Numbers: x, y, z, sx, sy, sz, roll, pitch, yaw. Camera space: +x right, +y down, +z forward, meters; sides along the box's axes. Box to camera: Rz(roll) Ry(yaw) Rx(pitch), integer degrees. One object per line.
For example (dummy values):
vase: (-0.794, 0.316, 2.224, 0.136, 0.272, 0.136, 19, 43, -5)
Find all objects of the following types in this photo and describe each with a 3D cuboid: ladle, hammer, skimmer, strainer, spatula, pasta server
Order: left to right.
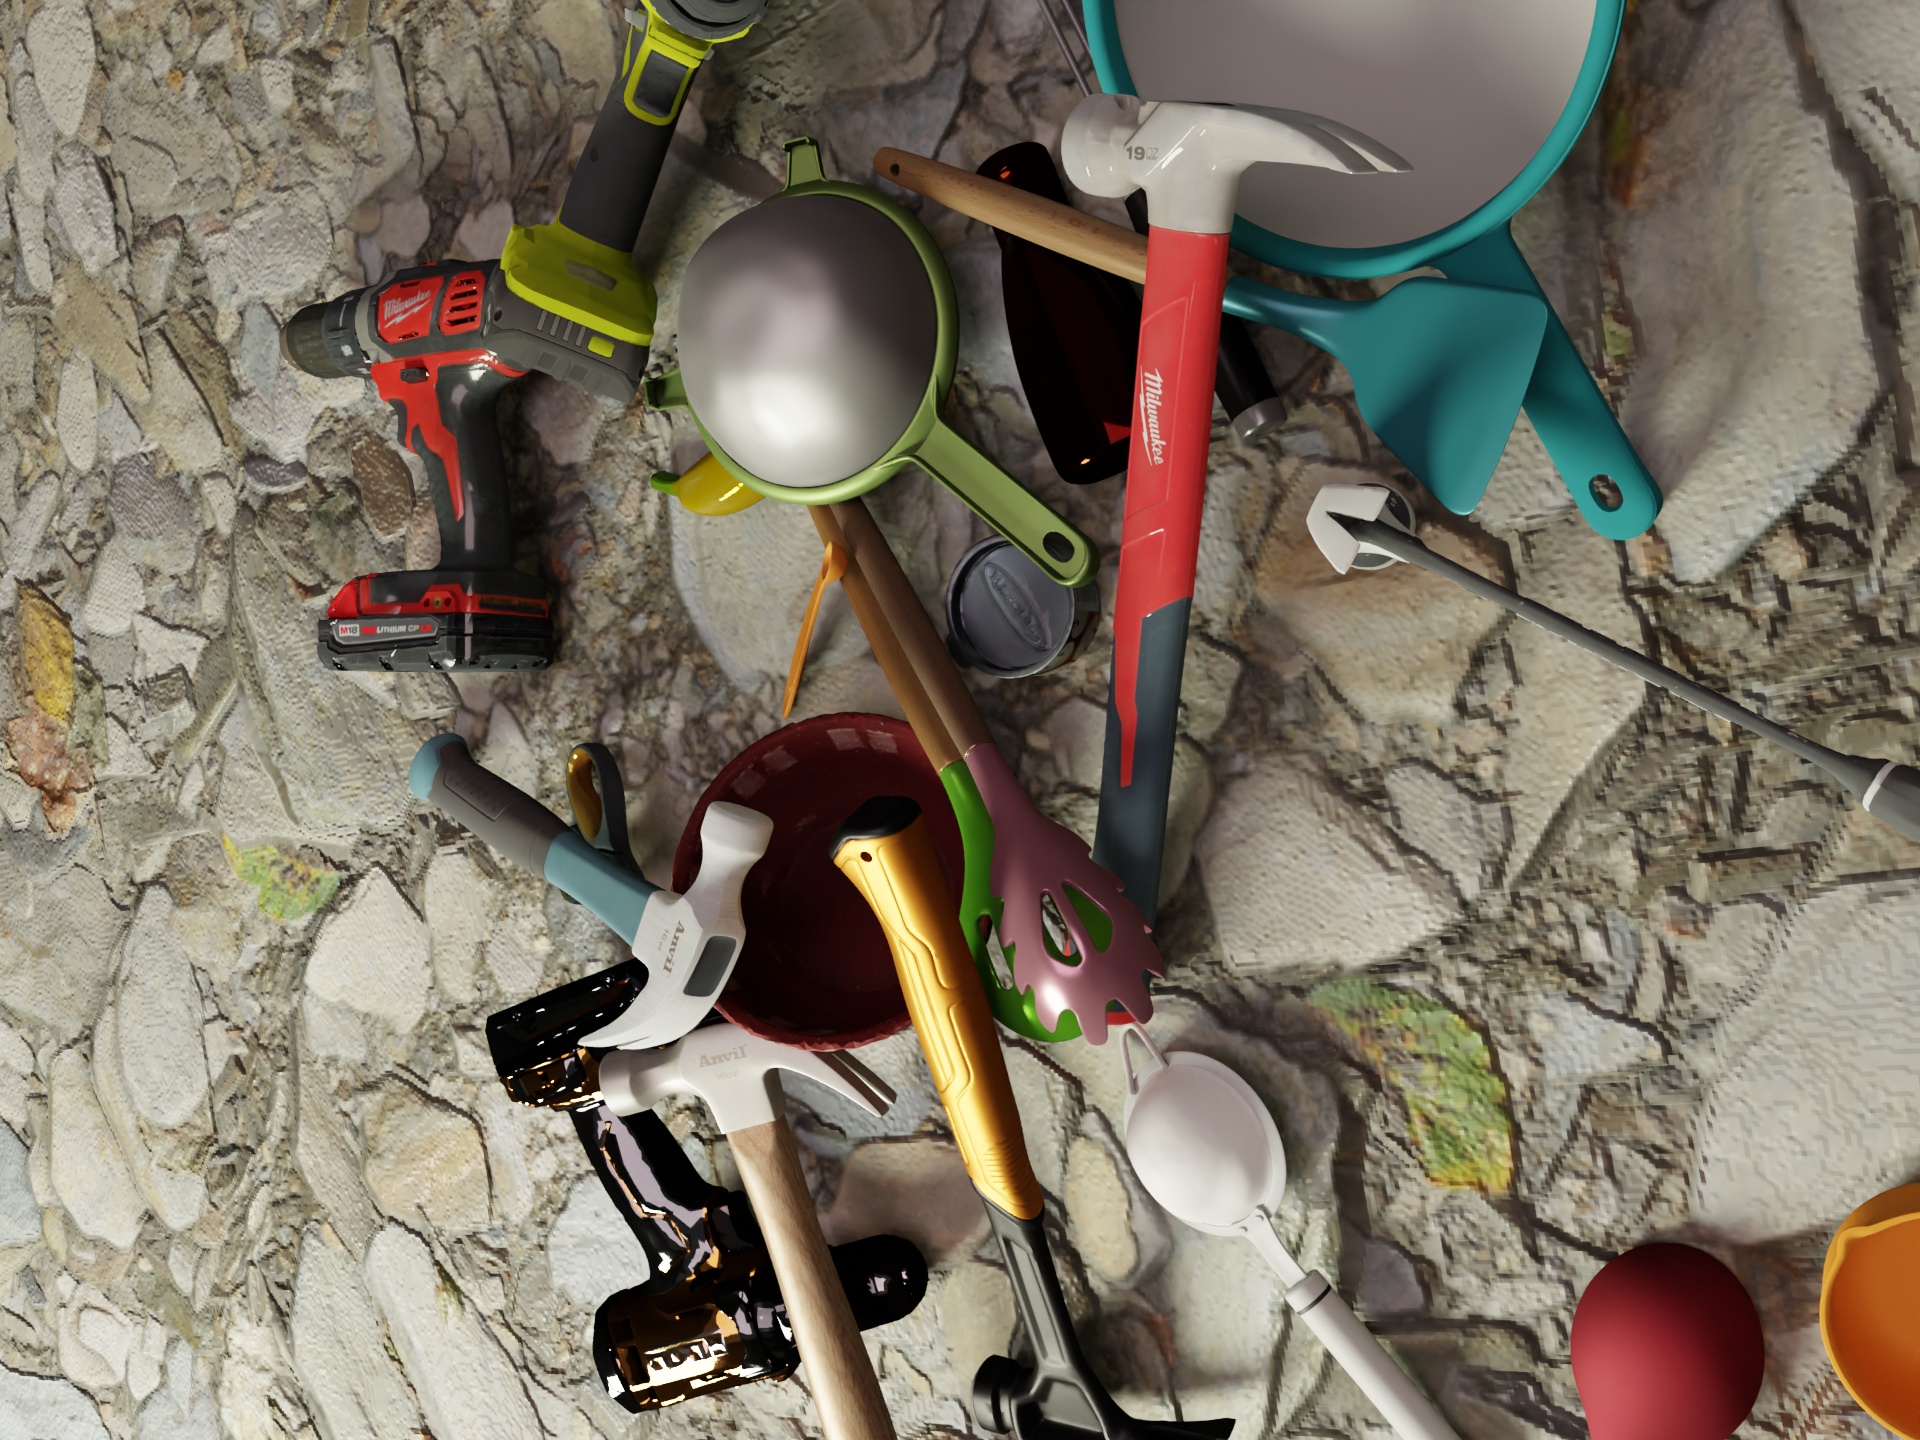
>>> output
hammer: (-0.207, 0.064, 0.806, 0.331, 0.033, 0.128, 21, 93, 49)
hammer: (-0.059, 0.297, 0.756, 0.130, 0.031, 0.331, -18, 93, 13)
strainer: (-0.044, -0.143, 0.708, 0.256, 0.069, 0.151, 42, 109, 20)
pasta server: (-0.001, -0.002, 0.703, 0.060, 0.040, 0.317, -26, 58, -5)
hammer: (0.020, 0.185, 0.683, 0.127, 0.034, 0.336, -4, 114, 35)
skimmer: (0.055, -0.291, 0.674, 0.127, 0.090, 0.363, -24, 83, -2)
spatula: (0.082, -0.182, 0.642, 0.318, 0.044, 0.082, 29, 124, 26)
hammer: (0.087, -0.040, 0.634, 0.143, 0.038, 0.386, 30, 126, 46)
strainer: (0.145, 0.241, 0.689, 0.258, 0.050, 0.086, 49, 129, 14)
strainer: (0.191, -0.231, 0.610, 0.211, 0.095, 0.340, -22, 105, 50)
ladle: (0.249, 0.359, 0.647, 0.069, 0.031, 0.315, 19, 104, 26)
hammer: (0.303, 0.013, 0.548, 0.409, 0.149, 0.036, 30, 104, 17)

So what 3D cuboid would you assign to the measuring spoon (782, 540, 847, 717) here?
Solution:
measuring spoon: (-0.072, -0.042, 0.780, 0.116, 0.011, 0.021, 112, 160, -44)

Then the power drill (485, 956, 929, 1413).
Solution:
power drill: (-0.130, 0.229, 0.817, 0.185, 0.084, 0.226, -22, 87, 21)

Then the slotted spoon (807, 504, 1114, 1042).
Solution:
slotted spoon: (-0.015, 0.002, 0.731, 0.070, 0.031, 0.314, -32, 63, 11)

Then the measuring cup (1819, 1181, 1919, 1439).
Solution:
measuring cup: (0.378, 0.176, 0.550, 0.095, 0.052, 0.173, 43, 110, 20)

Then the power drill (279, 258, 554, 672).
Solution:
power drill: (-0.310, -0.140, 0.894, 0.188, 0.080, 0.227, 1, 91, 29)

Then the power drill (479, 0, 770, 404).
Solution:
power drill: (-0.150, -0.273, 0.745, 0.228, 0.080, 0.191, -64, 24, 18)
